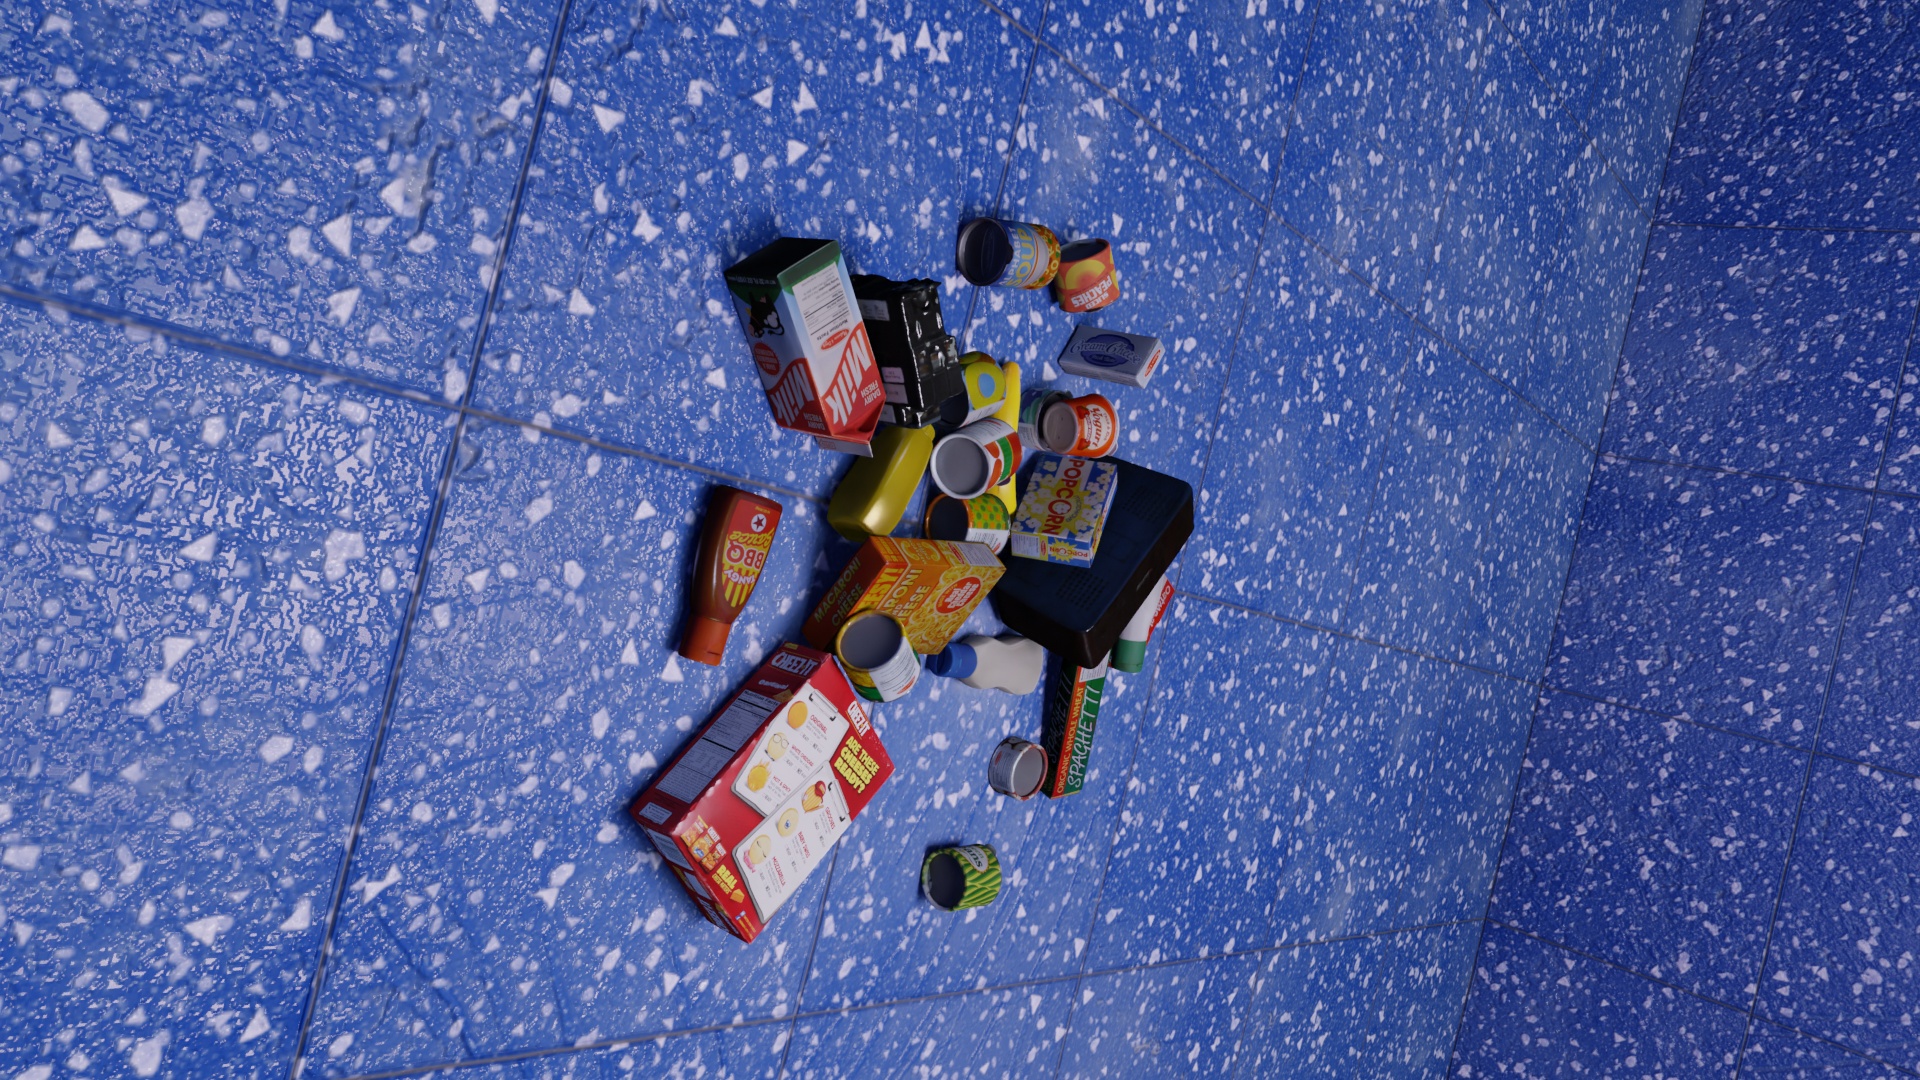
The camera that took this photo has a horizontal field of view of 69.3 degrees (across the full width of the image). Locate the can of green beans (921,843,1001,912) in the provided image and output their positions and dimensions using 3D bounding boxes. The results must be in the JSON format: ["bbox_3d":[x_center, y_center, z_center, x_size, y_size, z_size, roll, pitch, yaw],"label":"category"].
[{"bbox_3d":[0.001,0.358,1.476,0.058,0.071,0.071,7,95,-49],"label":"can of green beans"}]

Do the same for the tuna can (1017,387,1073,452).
[{"bbox_3d":[0.090,-0.130,1.473,0.071,0.033,0.071,-17,112,-46],"label":"tuna can"}]

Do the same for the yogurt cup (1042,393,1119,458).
[{"bbox_3d":[0.122,-0.118,1.439,0.054,0.072,0.072,-7,106,-39],"label":"yogurt cup"}]

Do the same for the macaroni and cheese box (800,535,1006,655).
[{"bbox_3d":[-0.053,0.054,1.311,0.167,0.040,0.123,5,130,-49],"label":"macaroni and cheese box"}]

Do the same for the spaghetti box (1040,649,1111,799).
[{"bbox_3d":[0.134,0.177,1.574,0.050,0.029,0.249,-6,114,-38],"label":"spaghetti box"}]

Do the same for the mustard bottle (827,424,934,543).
[{"bbox_3d":[-0.062,-0.071,1.293,0.048,0.065,0.161,52,58,-38],"label":"mustard bottle"}]

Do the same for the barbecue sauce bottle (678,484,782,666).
[{"bbox_3d":[-0.200,0.031,1.176,0.065,0.043,0.148,22,84,-50],"label":"barbecue sauce bottle"}]

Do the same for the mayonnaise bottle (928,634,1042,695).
[{"bbox_3d":[0.027,0.129,1.466,0.148,0.041,0.064,10,91,-49],"label":"mayonnaise bottle"}]

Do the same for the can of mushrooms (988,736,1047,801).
[{"bbox_3d":[0.067,0.254,1.549,0.071,0.033,0.071,-15,110,-46],"label":"can of mushrooms"}]

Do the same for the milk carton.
[{"bbox_3d":[-0.125,-0.157,1.190,0.074,0.072,0.189,-40,127,-35],"label":"milk carton"}]

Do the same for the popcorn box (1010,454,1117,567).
[{"bbox_3d":[0.109,-0.033,1.450,0.038,0.085,0.127,85,21,-43],"label":"popcorn box"}]

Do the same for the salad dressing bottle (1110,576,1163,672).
[{"bbox_3d":[0.200,0.076,1.584,0.064,0.044,0.147,-1,101,-49],"label":"salad dressing bottle"}]

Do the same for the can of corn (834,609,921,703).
[{"bbox_3d":[-0.076,0.102,1.246,0.071,0.071,0.058,-56,151,-23],"label":"can of corn"}]

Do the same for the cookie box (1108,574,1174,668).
[{"bbox_3d":[0.182,0.060,1.624,0.123,0.040,0.167,-58,136,-21],"label":"cookie box"}]

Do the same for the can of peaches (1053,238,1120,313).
[{"bbox_3d":[0.130,-0.277,1.452,0.071,0.071,0.057,-39,126,-36],"label":"can of peaches"}]

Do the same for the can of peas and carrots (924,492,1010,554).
[{"bbox_3d":[0.005,-0.017,1.382,0.059,0.071,0.071,2,98,-46],"label":"can of peas and carrots"}]

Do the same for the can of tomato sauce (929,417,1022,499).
[{"bbox_3d":[0.016,-0.079,1.358,0.083,0.071,0.071,-33,126,-63],"label":"can of tomato sauce"}]

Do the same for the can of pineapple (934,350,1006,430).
[{"bbox_3d":[0.002,-0.148,1.343,0.058,0.071,0.070,-25,119,-43],"label":"can of pineapple"}]

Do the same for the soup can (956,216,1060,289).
[{"bbox_3d":[0.050,-0.279,1.358,0.084,0.071,0.071,-7,106,-48],"label":"soup can"}]

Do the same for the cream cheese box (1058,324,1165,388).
[{"bbox_3d":[0.160,-0.197,1.482,0.053,0.104,0.024,-59,141,-18],"label":"cream cheese box"}]
